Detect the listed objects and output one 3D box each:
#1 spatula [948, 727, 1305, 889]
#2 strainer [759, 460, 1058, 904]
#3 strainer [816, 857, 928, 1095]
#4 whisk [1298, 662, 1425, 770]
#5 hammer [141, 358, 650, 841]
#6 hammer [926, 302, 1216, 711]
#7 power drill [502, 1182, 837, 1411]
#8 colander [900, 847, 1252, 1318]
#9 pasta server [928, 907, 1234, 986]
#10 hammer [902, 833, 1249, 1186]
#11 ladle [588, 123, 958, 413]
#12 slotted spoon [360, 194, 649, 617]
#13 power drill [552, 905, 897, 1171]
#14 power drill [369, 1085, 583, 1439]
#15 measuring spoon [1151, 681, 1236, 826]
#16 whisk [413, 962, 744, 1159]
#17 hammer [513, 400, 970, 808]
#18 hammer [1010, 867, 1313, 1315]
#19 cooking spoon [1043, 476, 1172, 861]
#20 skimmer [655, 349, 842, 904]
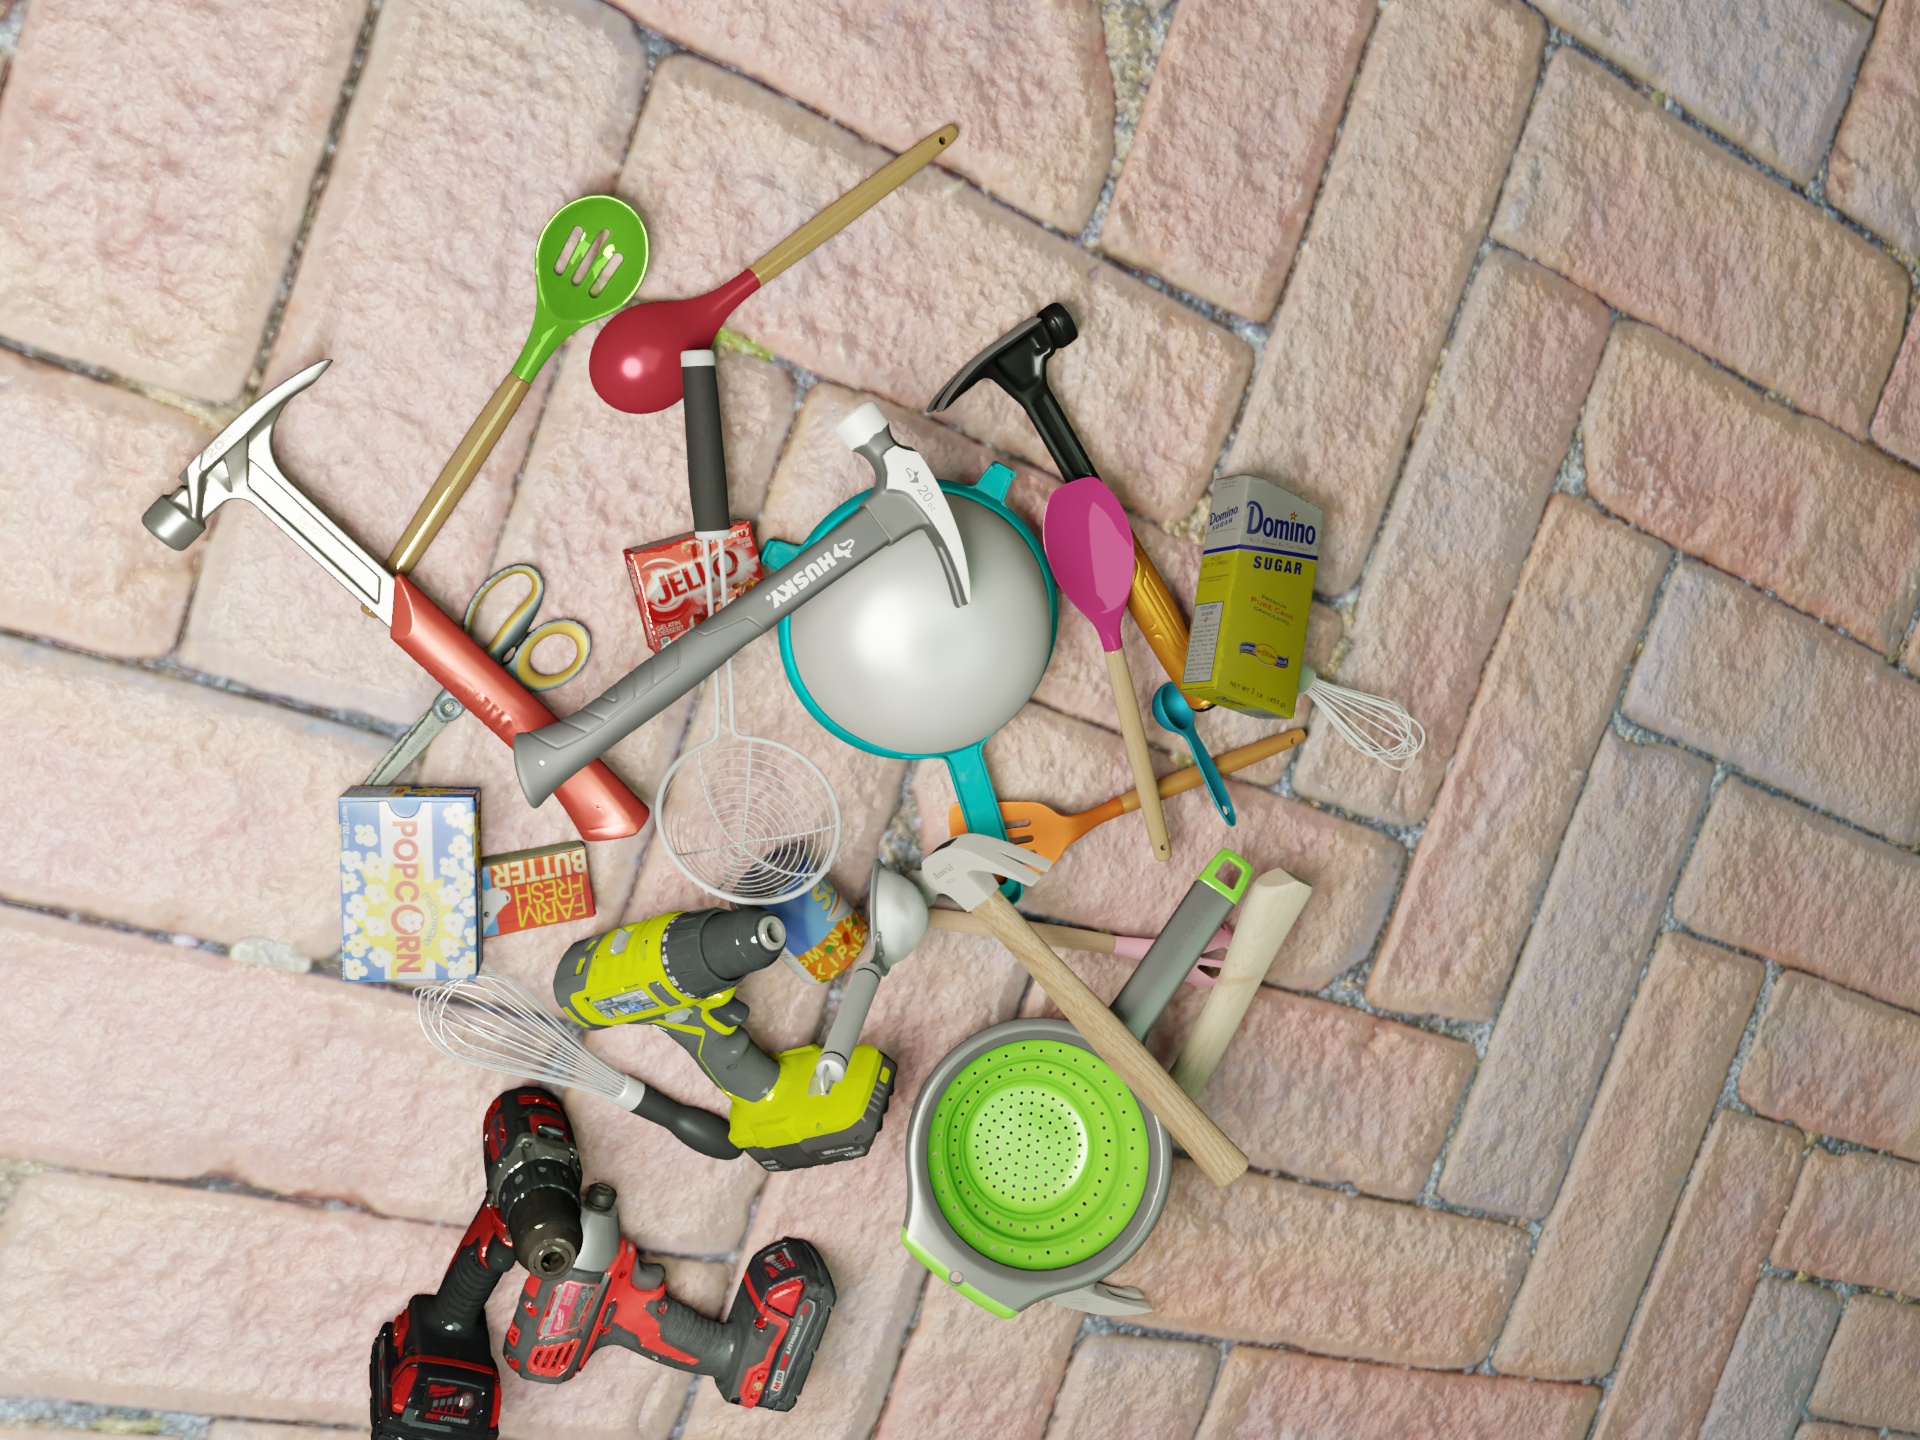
[{"bbox_3d":[0.143,0.059,1.286,0.322,0.041,0.081,-19,107,-23],"label":"spatula"},{"bbox_3d":[-0.002,-0.004,1.151,0.211,0.095,0.340,-20,108,-8],"label":"strainer"},{"bbox_3d":[-0.060,0.174,1.102,0.050,0.259,0.086,-1,117,13],"label":"strainer"},{"bbox_3d":[0.291,-0.028,1.319,0.246,0.058,0.059,29,54,-22],"label":"whisk"},{"bbox_3d":[-0.330,-0.055,1.027,0.149,0.037,0.358,-45,113,-5],"label":"hammer"},{"bbox_3d":[0.108,-0.141,1.213,0.127,0.034,0.336,-38,111,-13],"label":"hammer"},{"bbox_3d":[-0.213,0.428,1.182,0.219,0.079,0.143,19,93,-23],"label":"power drill"},{"bbox_3d":[0.105,0.272,1.262,0.204,0.094,0.397,36,79,4],"label":"colander"},{"bbox_3d":[0.096,0.176,1.288,0.316,0.040,0.060,11,97,-21],"label":"pasta server"},{"bbox_3d":[0.096,0.216,1.181,0.331,0.130,0.031,48,46,-2],"label":"hammer"},{"bbox_3d":[-0.121,-0.317,1.089,0.315,0.031,0.069,-41,114,-13],"label":"ladle"},{"bbox_3d":[-0.302,-0.202,1.034,0.070,0.031,0.314,32,89,-25],"label":"slotted spoon"},{"bbox_3d":[-0.148,0.216,1.112,0.228,0.190,0.080,50,39,-28],"label":"power drill"},{"bbox_3d":[-0.315,0.380,1.066,0.080,0.188,0.226,22,96,-25],"label":"power drill"},{"bbox_3d":[0.186,0.030,1.281,0.042,0.021,0.128,-32,97,-49],"label":"measuring spoon"},{"bbox_3d":[-0.263,0.252,1.133,0.284,0.070,0.070,37,85,-30],"label":"whisk"},{"bbox_3d":[-0.144,-0.054,1.025,0.335,0.035,0.146,-38,98,-12],"label":"hammer"},{"bbox_3d":[0.187,0.312,1.322,0.146,0.038,0.410,24,99,-27],"label":"hammer"},{"bbox_3d":[0.122,-0.032,1.218,0.068,0.017,0.318,-21,111,-13],"label":"cooking spoon"},{"bbox_3d":[-0.151,-0.062,1.057,0.127,0.090,0.363,-8,102,-24],"label":"skimmer"}]
